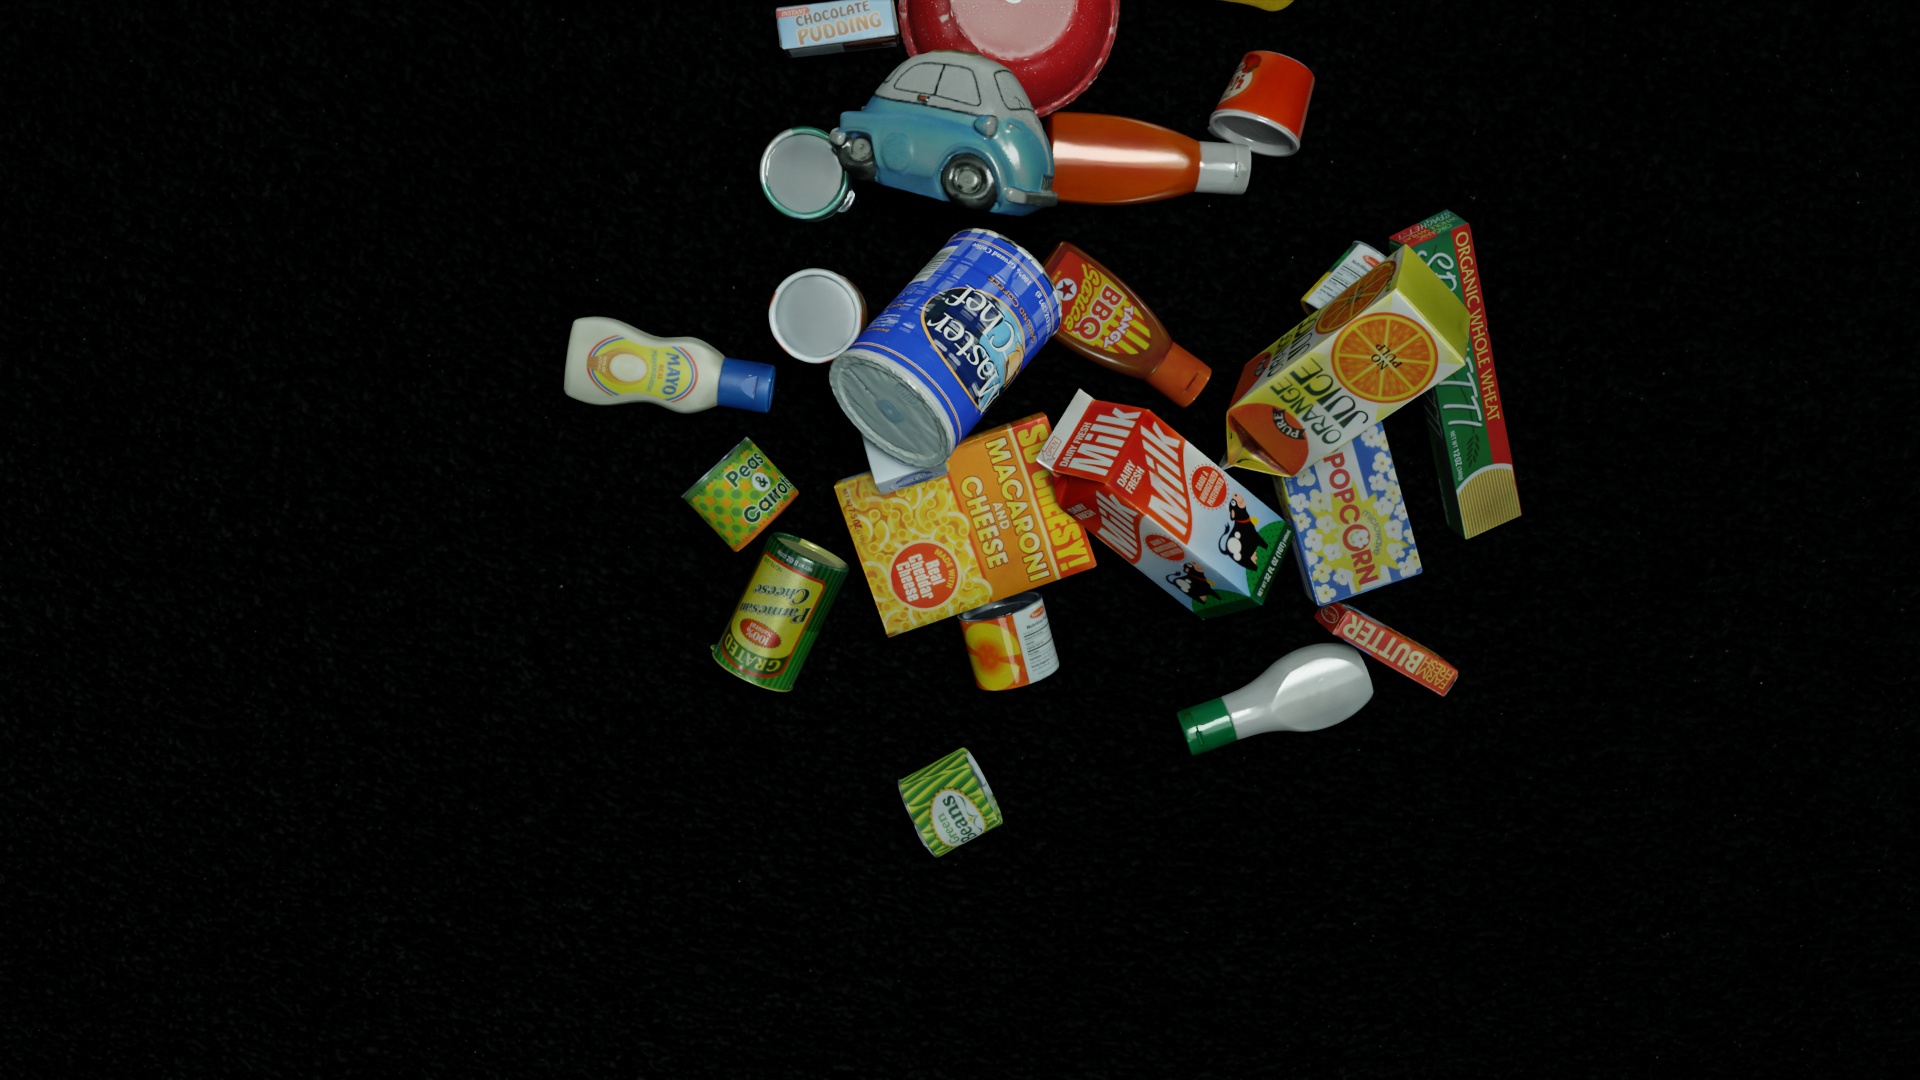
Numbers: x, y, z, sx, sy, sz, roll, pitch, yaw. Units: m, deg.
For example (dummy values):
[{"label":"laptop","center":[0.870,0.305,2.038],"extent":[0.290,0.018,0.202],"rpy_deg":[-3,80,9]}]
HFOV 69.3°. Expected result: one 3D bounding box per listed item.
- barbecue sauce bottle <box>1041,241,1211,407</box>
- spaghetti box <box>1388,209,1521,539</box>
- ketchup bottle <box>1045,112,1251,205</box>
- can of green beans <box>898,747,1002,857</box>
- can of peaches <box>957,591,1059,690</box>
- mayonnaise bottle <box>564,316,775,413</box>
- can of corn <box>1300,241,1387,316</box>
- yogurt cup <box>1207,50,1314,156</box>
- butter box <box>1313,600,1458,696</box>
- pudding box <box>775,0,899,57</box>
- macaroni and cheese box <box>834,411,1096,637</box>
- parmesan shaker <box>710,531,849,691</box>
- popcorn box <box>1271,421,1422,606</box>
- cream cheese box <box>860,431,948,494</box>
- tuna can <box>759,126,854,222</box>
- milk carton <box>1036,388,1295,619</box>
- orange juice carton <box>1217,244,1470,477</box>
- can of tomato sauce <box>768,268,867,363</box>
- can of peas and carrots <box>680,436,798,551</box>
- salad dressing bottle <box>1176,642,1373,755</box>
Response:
[{"label":"barbecue sauce bottle","center":[0.117,-0.155,1.032],"extent":[0.148,0.044,0.065],"rpy_deg":[35,92,-7]},{"label":"spaghetti box","center":[0.363,-0.116,1.017],"extent":[0.050,0.029,0.249],"rpy_deg":[-24,118,-4]},{"label":"ketchup bottle","center":[0.135,-0.275,1.014],"extent":[0.149,0.043,0.064],"rpy_deg":[3,105,-3]},{"label":"can of green beans","center":[-0.007,0.201,1.070],"extent":[0.058,0.071,0.071],"rpy_deg":[-28,99,2]},{"label":"can of peaches","center":[0.035,0.076,1.054],"extent":[0.071,0.071,0.058],"rpy_deg":[-15,100,0]},{"label":"mayonnaise bottle","center":[-0.212,-0.124,1.024],"extent":[0.148,0.041,0.064],"rpy_deg":[9,97,-3]},{"label":"can of corn","center":[0.296,-0.176,1.027],"extent":[0.071,0.071,0.058],"rpy_deg":[42,96,-8]},{"label":"yogurt cup","center":[0.220,-0.316,1.002],"extent":[0.072,0.072,0.054],"rpy_deg":[21,90,-5]},{"label":"butter box","center":[0.328,0.080,1.072],"extent":[0.103,0.053,0.024],"rpy_deg":[29,99,-6]},{"label":"pudding box","center":[-0.086,-0.365,0.987],"extent":[0.084,0.050,0.030],"rpy_deg":[-7,101,-1]},{"label":"macaroni and cheese box","center":[0.004,-0.013,1.051],"extent":[0.166,0.040,0.123],"rpy_deg":[-19,99,1]},{"label":"parmesan shaker","center":[-0.137,0.051,1.042],"extent":[0.071,0.071,0.103],"rpy_deg":[25,97,-6]},{"label":"popcorn box","center":[0.293,-0.023,1.062],"extent":[0.085,0.038,0.126],"rpy_deg":[-18,99,2]},{"label":"cream cheese box","center":[-0.049,-0.089,1.022],"extent":[0.053,0.024,0.104],"rpy_deg":[-18,69,2]},{"label":"tuna can","center":[-0.110,-0.265,1.010],"extent":[0.071,0.033,0.071],"rpy_deg":[0,99,-2]},{"label":"milk carton","center":[0.143,-0.028,1.015],"extent":[0.190,0.073,0.072],"rpy_deg":[38,65,-14]},{"label":"orange juice carton","center":[0.258,-0.114,0.982],"extent":[0.073,0.072,0.192],"rpy_deg":[43,130,-11]},{"label":"can of tomato sauce","center":[-0.101,-0.160,1.001],"extent":[0.071,0.083,0.071],"rpy_deg":[0,99,-2]},{"label":"can of peas and carrots","center":[-0.161,-0.035,1.025],"extent":[0.071,0.071,0.058],"rpy_deg":[-42,99,4]},{"label":"salad dressing bottle","center":[0.243,0.126,1.081],"extent":[0.148,0.044,0.064],"rpy_deg":[-20,101,2]}]
